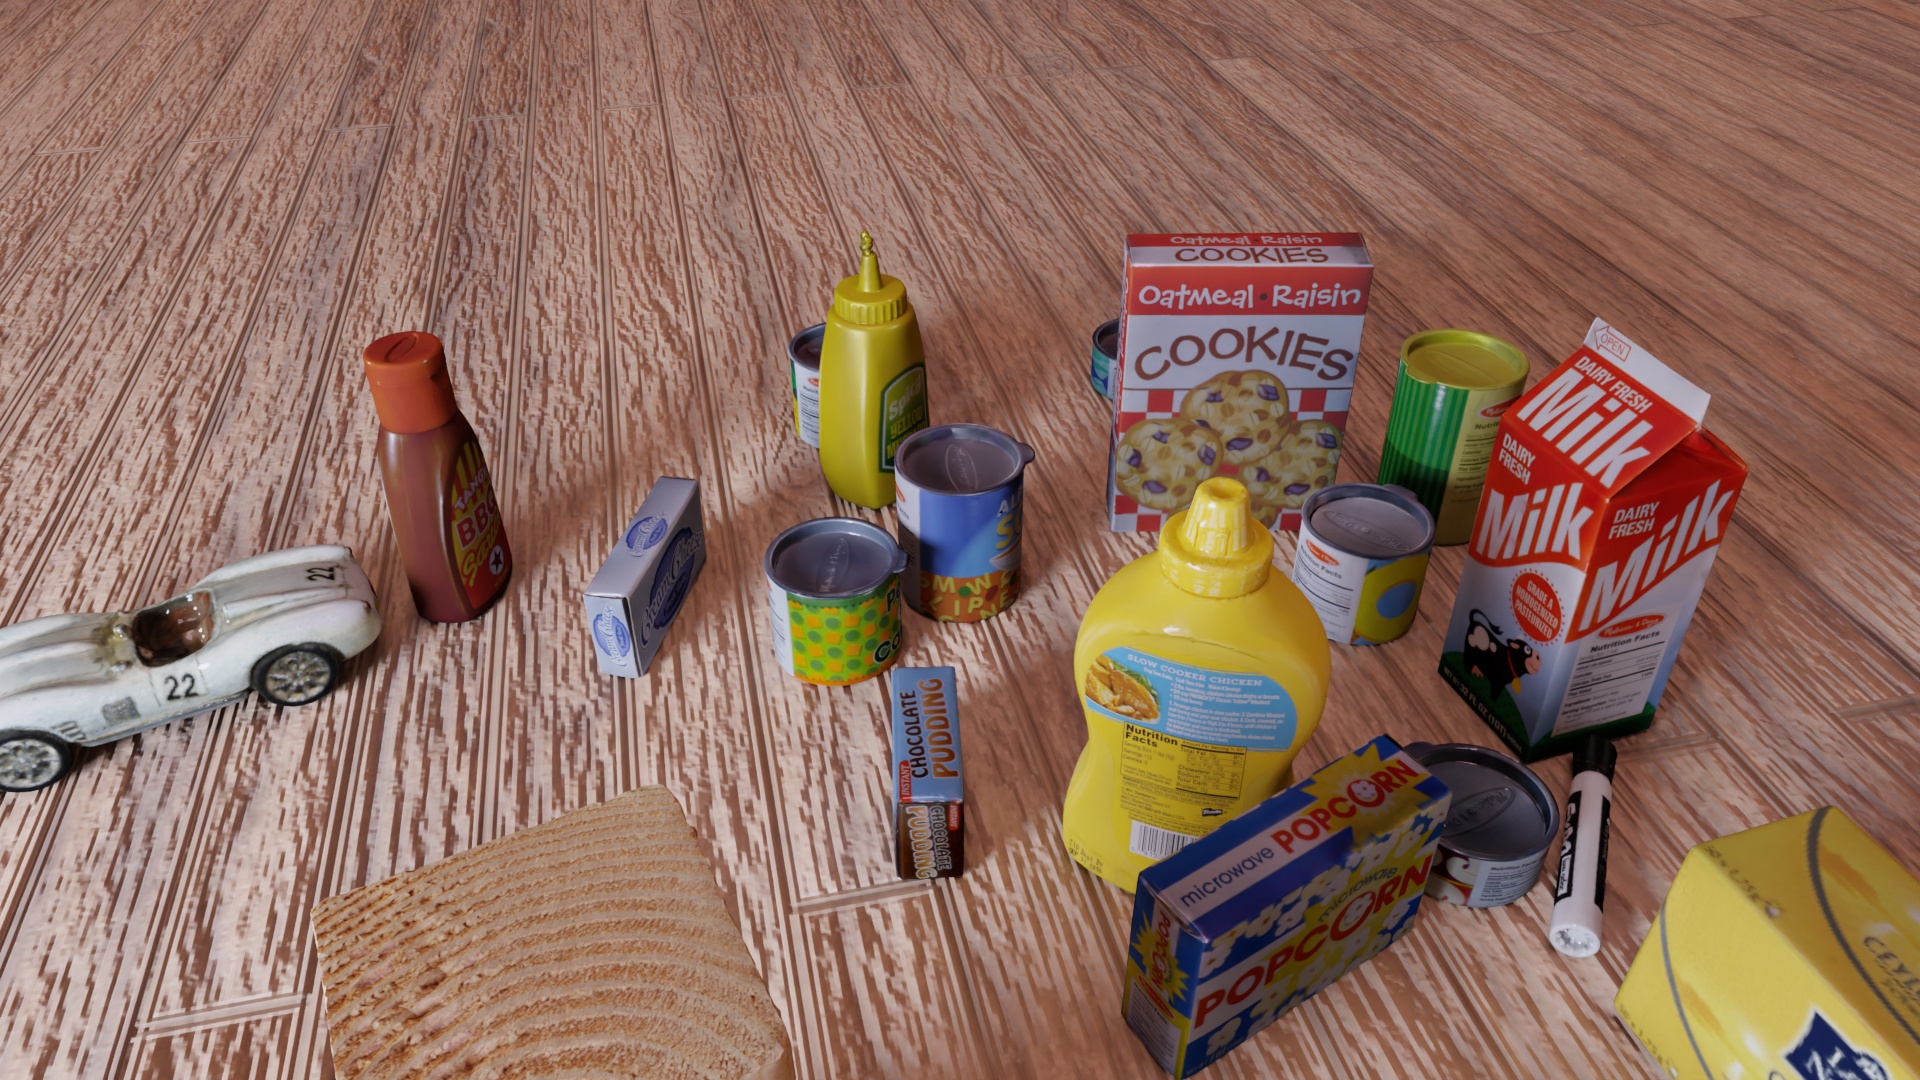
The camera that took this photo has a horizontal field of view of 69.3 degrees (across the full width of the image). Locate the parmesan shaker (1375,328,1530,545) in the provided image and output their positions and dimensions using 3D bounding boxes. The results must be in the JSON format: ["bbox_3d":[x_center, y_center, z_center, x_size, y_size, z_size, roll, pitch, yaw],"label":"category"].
[{"bbox_3d":[0.266,-0.056,0.769,0.071,0.102,0.072,0,36,0],"label":"parmesan shaker"}]

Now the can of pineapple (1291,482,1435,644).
[{"bbox_3d":[0.207,0.011,0.716,0.071,0.057,0.071,0,36,0],"label":"can of pineapple"}]

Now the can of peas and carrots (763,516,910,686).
[{"bbox_3d":[-0.060,0.030,0.691,0.071,0.058,0.071,0,36,0],"label":"can of peas and carrots"}]

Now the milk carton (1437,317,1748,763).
[{"bbox_3d":[0.280,0.001,0.618,0.073,0.189,0.072,-11,38,-14],"label":"milk carton"}]

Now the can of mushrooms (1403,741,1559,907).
[{"bbox_3d":[0.214,0.119,0.590,0.071,0.033,0.071,0,36,0],"label":"can of mushrooms"}]

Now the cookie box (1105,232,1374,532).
[{"bbox_3d":[0.146,-0.083,0.752,0.123,0.166,0.040,0,36,0],"label":"cookie box"}]

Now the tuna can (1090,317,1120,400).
[{"bbox_3d":[0.119,-0.120,0.914,0.071,0.032,0.071,0,36,0],"label":"tuna can"}]

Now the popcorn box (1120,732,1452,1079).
[{"bbox_3d":[0.122,0.137,0.523,0.127,0.084,0.038,-22,41,-26],"label":"popcorn box"}]

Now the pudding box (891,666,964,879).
[{"bbox_3d":[-0.015,0.099,0.605,0.030,0.049,0.084,-2,36,-2],"label":"pudding box"}]

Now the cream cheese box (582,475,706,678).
[{"bbox_3d":[-0.159,0.017,0.714,0.024,0.053,0.104,6,37,9],"label":"cream cheese box"}]

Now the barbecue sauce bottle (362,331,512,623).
[{"bbox_3d":[-0.265,-0.032,0.702,0.044,0.147,0.065,4,37,7],"label":"barbecue sauce bottle"}]

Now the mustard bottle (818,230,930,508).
[{"bbox_3d":[-0.049,-0.096,0.777,0.049,0.159,0.065,22,42,27],"label":"mustard bottle"}]

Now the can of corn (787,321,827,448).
[{"bbox_3d":[-0.071,-0.097,0.864,0.071,0.058,0.071,0,36,0],"label":"can of corn"}]

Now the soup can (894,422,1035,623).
[{"bbox_3d":[0.003,-0.009,0.723,0.071,0.083,0.072,0,36,0],"label":"soup can"}]
